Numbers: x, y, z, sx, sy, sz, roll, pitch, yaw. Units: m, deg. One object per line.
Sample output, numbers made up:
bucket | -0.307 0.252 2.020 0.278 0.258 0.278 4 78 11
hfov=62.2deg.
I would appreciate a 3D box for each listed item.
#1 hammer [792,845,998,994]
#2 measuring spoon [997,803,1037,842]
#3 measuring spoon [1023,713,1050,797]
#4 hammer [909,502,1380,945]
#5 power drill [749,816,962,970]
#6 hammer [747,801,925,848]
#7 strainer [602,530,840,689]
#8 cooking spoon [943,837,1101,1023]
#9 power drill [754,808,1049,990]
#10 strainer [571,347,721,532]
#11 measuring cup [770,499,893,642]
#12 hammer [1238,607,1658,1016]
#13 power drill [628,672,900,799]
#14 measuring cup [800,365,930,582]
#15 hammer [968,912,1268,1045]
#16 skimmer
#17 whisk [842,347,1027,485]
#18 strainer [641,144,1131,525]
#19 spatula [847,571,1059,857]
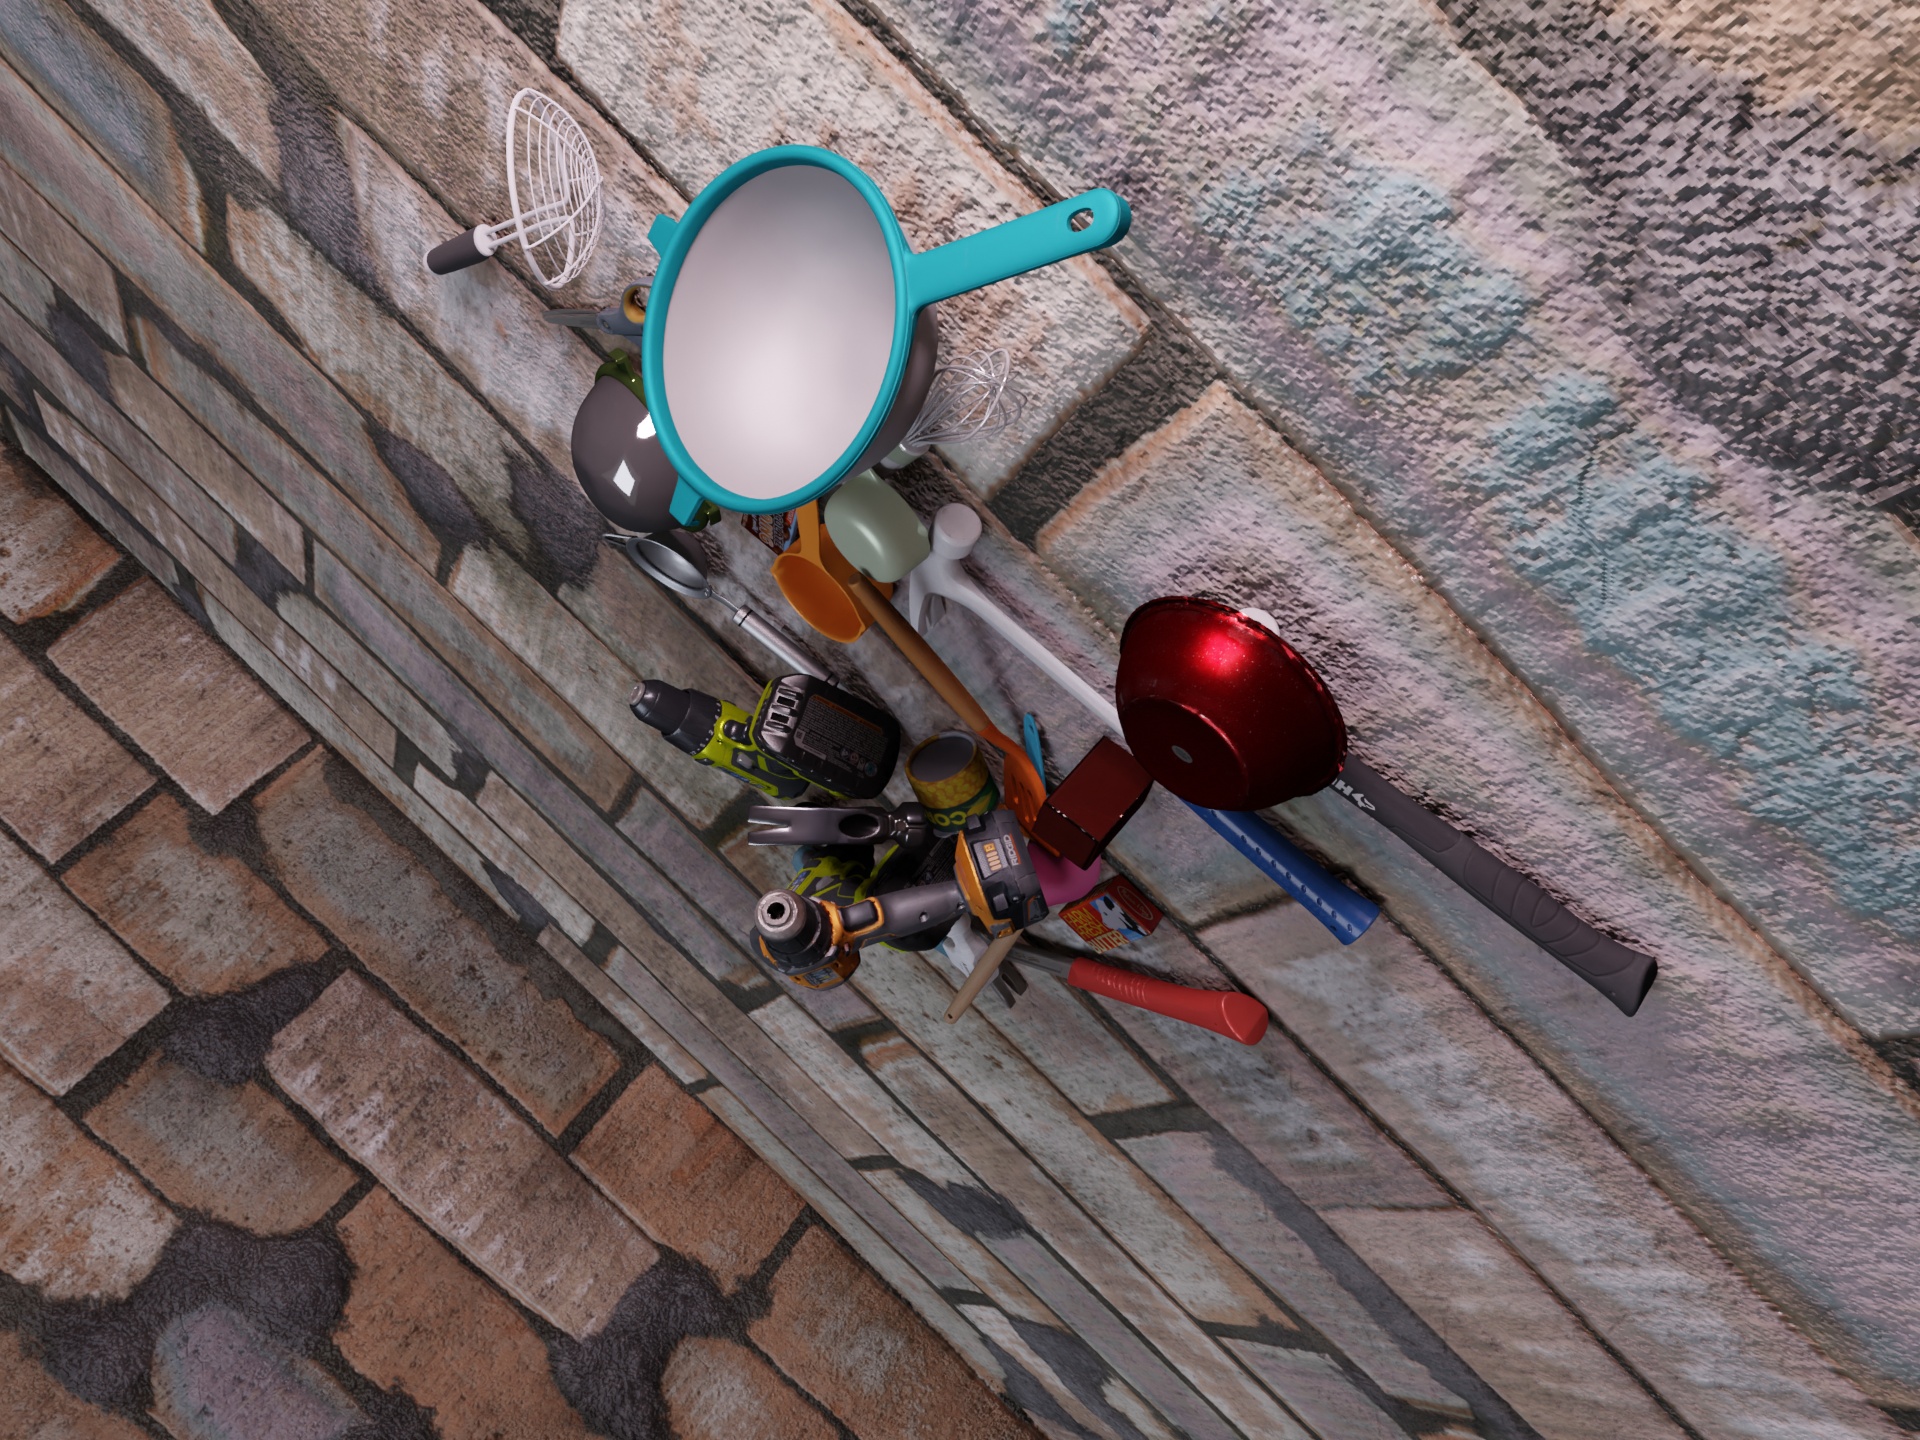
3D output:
hammer | -0.075 0.190 1.612 0.331 0.033 0.128 22 147 50
measuring spoon | 0.041 0.084 1.345 0.117 0.011 0.021 23 117 46
measuring spoon | 0.070 0.043 1.266 0.042 0.021 0.128 44 153 47
hammer | 0.123 0.014 1.123 0.405 0.035 0.144 41 153 5
power drill | -0.083 0.152 1.483 0.223 0.171 0.080 -15 119 50
hammer | -0.138 0.093 1.452 0.386 0.143 0.038 168 103 -77
strainer | -0.197 -0.098 1.396 0.258 0.050 0.087 39 160 -4
cooking spoon | 0.045 0.187 1.409 0.069 0.017 0.318 42 136 12
power drill | -0.051 0.145 1.265 0.185 0.226 0.084 69 -178 -69
strainer | -0.291 -0.202 1.314 0.151 0.069 0.256 60 157 -12
measuring cup | -0.095 -0.134 1.189 0.095 0.052 0.173 32 150 22
hammer | 0.282 0.069 0.987 0.335 0.035 0.146 38 152 10
power drill | -0.179 0.012 1.434 0.190 0.080 0.228 29 162 -32
measuring cup | -0.078 -0.159 1.062 0.083 0.038 0.167 26 154 46
hammer | 0.132 0.241 1.445 0.359 0.037 0.149 8 138 50
skimmer | -0.354 -0.363 1.165 0.363 0.090 0.127 8 105 53
whisk | -0.027 -0.184 1.029 0.057 0.059 0.246 22 165 -21
strainer | -0.035 -0.232 0.912 0.340 0.095 0.211 -8 85 36
spatula | -0.002 -0.004 1.202 0.081 0.041 0.322 44 177 46
